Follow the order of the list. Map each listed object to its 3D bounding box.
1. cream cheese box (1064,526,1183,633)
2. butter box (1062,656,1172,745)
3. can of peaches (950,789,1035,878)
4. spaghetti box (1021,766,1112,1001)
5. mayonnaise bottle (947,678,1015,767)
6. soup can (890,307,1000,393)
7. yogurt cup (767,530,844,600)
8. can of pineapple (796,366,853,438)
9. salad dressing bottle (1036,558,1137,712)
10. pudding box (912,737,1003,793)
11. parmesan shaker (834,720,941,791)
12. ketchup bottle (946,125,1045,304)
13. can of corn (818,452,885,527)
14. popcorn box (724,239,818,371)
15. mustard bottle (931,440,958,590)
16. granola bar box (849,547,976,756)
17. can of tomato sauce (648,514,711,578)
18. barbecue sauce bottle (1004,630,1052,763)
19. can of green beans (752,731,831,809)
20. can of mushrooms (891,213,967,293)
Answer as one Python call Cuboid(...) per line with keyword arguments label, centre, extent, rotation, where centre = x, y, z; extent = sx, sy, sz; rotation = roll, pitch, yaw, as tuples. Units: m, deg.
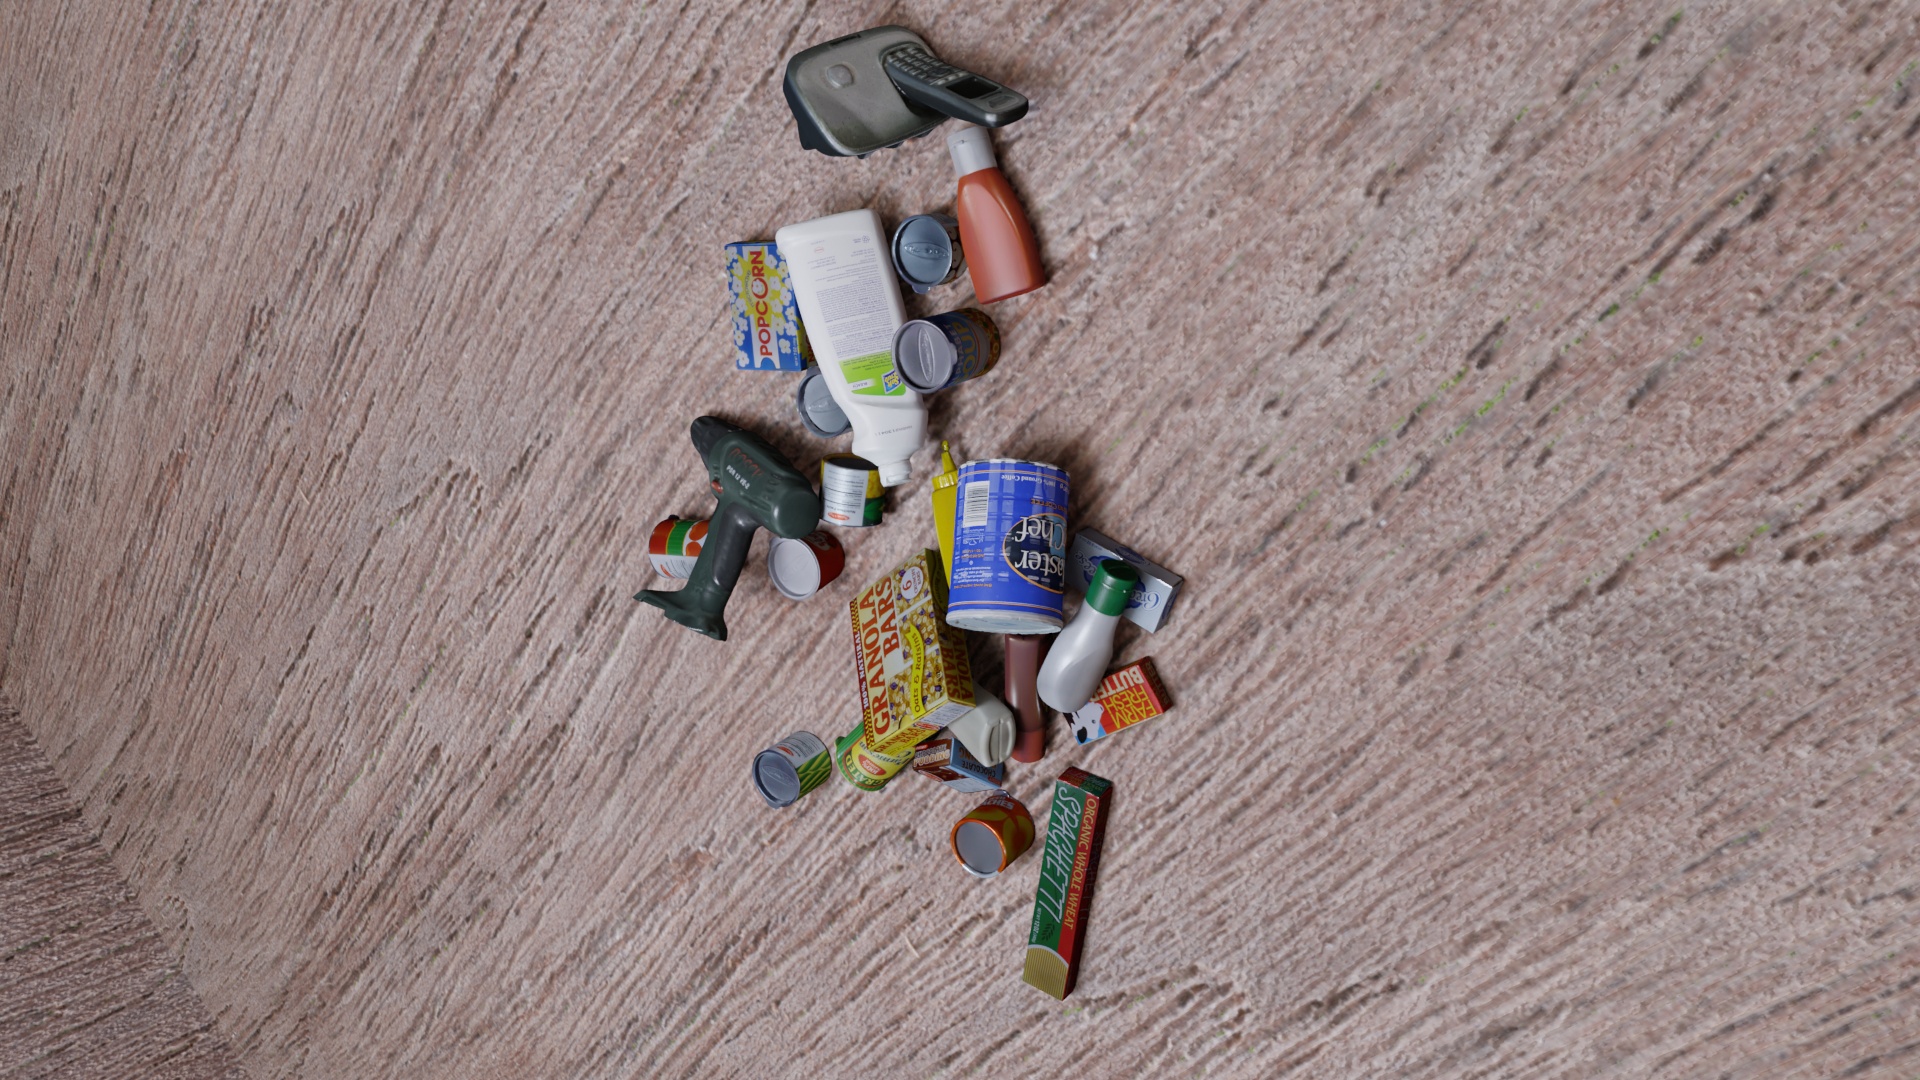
Cuboid(label="cream cheese box", centre=(0.145, 0.035, 1.253), extent=(0.104, 0.024, 0.053), rotation=(30, 121, 23))
Cuboid(label="butter box", centre=(0.142, 0.150, 1.290), extent=(0.103, 0.024, 0.053), rotation=(-29, 88, 37))
Cuboid(label="can of peaches", centre=(0.031, 0.294, 1.390), extent=(0.071, 0.058, 0.071), rotation=(12, 112, 31))
Cuboid(label="spaghetti box", centre=(0.104, 0.342, 1.374), extent=(0.050, 0.029, 0.248), rotation=(19, 115, 27))
Cuboid(label="mayonnaise bottle", centre=(-0.002, 0.154, 1.347), extent=(0.148, 0.041, 0.064), rotation=(40, 139, 46))
Cuboid(label="soup can", centre=(-0.010, -0.172, 1.253), extent=(0.071, 0.084, 0.071), rotation=(11, 111, 31))
Cuboid(label="yogurt cup", centre=(-0.157, 0.022, 1.432), extent=(0.072, 0.054, 0.072), rotation=(11, 111, 31))
Cuboid(label="can of pineapple", centre=(-0.117, -0.139, 1.351), extent=(0.071, 0.058, 0.070), rotation=(11, 111, 31))
Cuboid(label="salad dressing bottle", centre=(0.115, 0.085, 1.241), extent=(0.044, 0.064, 0.147), rotation=(46, 126, 37))
Cuboid(label="pudding box", centre=(-0.001, 0.223, 1.375), extent=(0.049, 0.083, 0.030), rotation=(-15, 56, 38))
Cuboid(label="parmesan shaker", centre=(-0.076, 0.202, 1.426), extent=(0.071, 0.071, 0.102), rotation=(50, 126, 10))
Cuboid(label="ketchup bottle", centre=(0.026, -0.286, 1.218), extent=(0.064, 0.044, 0.148), rotation=(-12, 98, 35))
Cuboid(label="can of corn", centre=(-0.106, -0.051, 1.368), extent=(0.071, 0.071, 0.058), rotation=(17, 109, 29))
Cuboid(label="popcorn box", centre=(-0.186, -0.234, 1.380), extent=(0.085, 0.038, 0.126), rotation=(6, 108, 31))
Cuboid(label="mustard bottle", centre=(0.005, -0.016, 1.309), extent=(0.048, 0.065, 0.160), rotation=(-15, 90, 32))
Cuboid(label="granola bar box", centre=(-0.050, 0.108, 1.345), extent=(0.123, 0.039, 0.166), rotation=(-36, 50, 37))
Cuboid(label="can of tomato sauce", centre=(-0.285, 0.008, 1.508), extent=(0.083, 0.071, 0.071), rotation=(1, 106, 33))
Cuboid(label="barbecue sauce bottle", centre=(0.064, 0.141, 1.319), extent=(0.044, 0.065, 0.147), rotation=(6, 118, 12))
Cuboid(label="can of green beans", centre=(-0.184, 0.249, 1.520), extent=(0.071, 0.058, 0.071), rotation=(11, 111, 31))
Cuboid(label="can of mushrooms", centre=(-0.027, -0.262, 1.268), extent=(0.071, 0.033, 0.070), rotation=(11, 110, 30))
